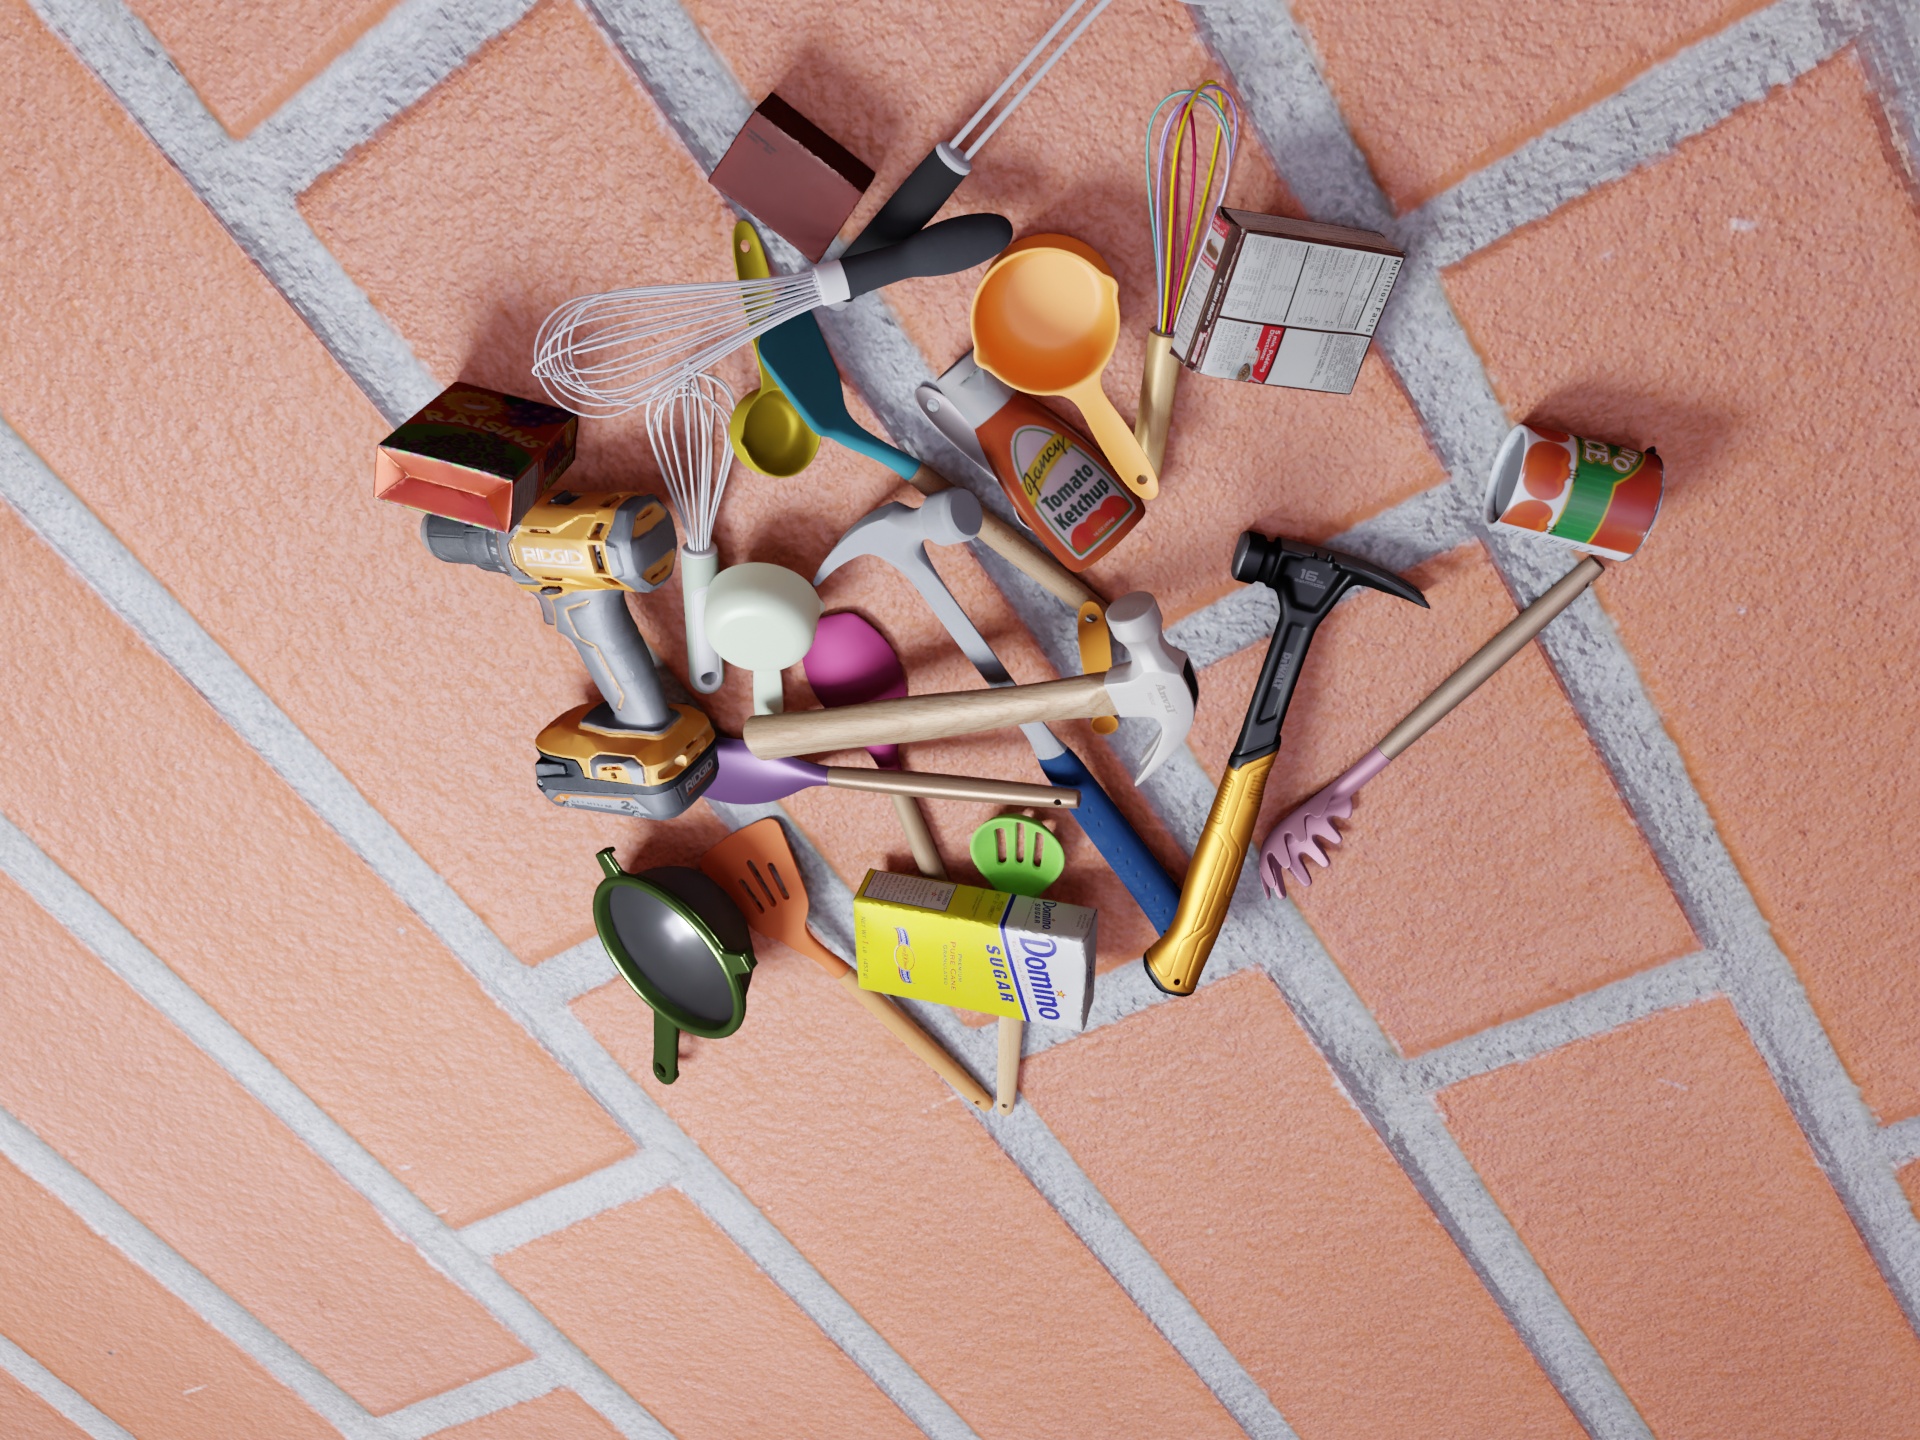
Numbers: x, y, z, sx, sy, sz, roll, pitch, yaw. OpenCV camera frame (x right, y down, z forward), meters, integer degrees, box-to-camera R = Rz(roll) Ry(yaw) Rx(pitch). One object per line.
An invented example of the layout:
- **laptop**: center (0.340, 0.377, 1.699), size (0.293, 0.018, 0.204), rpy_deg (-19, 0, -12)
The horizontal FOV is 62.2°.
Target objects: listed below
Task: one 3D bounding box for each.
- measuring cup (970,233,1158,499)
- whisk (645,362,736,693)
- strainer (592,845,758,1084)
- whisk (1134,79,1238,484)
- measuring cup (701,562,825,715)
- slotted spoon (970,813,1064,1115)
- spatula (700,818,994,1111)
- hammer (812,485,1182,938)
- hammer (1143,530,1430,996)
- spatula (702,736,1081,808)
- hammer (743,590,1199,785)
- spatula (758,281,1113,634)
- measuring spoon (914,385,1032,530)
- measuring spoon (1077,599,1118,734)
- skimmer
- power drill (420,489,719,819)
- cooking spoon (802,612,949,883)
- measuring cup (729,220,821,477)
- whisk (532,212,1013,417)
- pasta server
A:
- **measuring cup**: center (0.074, -0.212, 0.960), size (0.095, 0.052, 0.173), rpy_deg (-26, 116, 21)
- **whisk**: center (-0.173, -0.120, 1.055), size (0.057, 0.059, 0.246), rpy_deg (-10, 128, -18)
- **strainer**: center (-0.211, 0.198, 1.244), size (0.151, 0.069, 0.256), rpy_deg (33, 140, 18)
- **whisk**: center (0.122, -0.249, 0.935), size (0.051, 0.047, 0.244), rpy_deg (7, 125, 2)
- **measuring cup**: center (-0.134, -0.035, 1.081), size (0.083, 0.038, 0.167), rpy_deg (4, 138, -1)
- **slotted spoon**: center (0.040, 0.192, 1.227), size (0.070, 0.031, 0.313), rpy_deg (7, 124, 8)
- **spatula**: center (-0.075, 0.206, 1.255), size (0.081, 0.041, 0.322), rpy_deg (-31, 117, 25)
- **hammer**: center (0.053, 0.013, 1.091), size (0.144, 0.035, 0.405), rpy_deg (-8, 129, 43)
- **hammer**: center (0.200, 0.044, 1.077), size (0.127, 0.034, 0.336), rpy_deg (15, 112, -1)
- **spatula**: center (-0.068, 0.044, 1.128), size (0.316, 0.018, 0.059), rpy_deg (4, 124, 19)
- **hammer**: center (-0.002, -0.003, 1.038), size (0.331, 0.031, 0.129), rpy_deg (-8, 130, 31)
- **spatula**: center (-0.003, -0.148, 1.010), size (0.317, 0.082, 0.044), rpy_deg (35, 132, -20)
- **measuring spoon**: center (0.017, -0.168, 1.016), size (0.124, 0.018, 0.034), rpy_deg (42, 85, -10)
- **measuring spoon**: center (0.093, -0.036, 1.077), size (0.021, 0.011, 0.116), rpy_deg (-6, 130, 7)
- **skimmer**: center (0.040, -0.366, 0.883), size (0.127, 0.090, 0.363), rpy_deg (37, 129, -19)
- **power drill**: center (-0.266, -0.052, 1.083), size (0.185, 0.084, 0.226), rpy_deg (6, 122, 23)
- **cooking spoon**: center (-0.040, 0.062, 1.162), size (0.069, 0.017, 0.318), rpy_deg (-12, 119, 16)
- **measuring cup**: center (-0.126, -0.229, 0.989), size (0.029, 0.062, 0.156), rpy_deg (15, 119, 53)
- **whisk**: center (-0.104, -0.238, 0.900), size (0.284, 0.070, 0.070), rpy_deg (-19, 120, -7)
- **pasta server**: center (0.310, 0.009, 1.070), size (0.060, 0.040, 0.316), rpy_deg (6, 134, -50)
